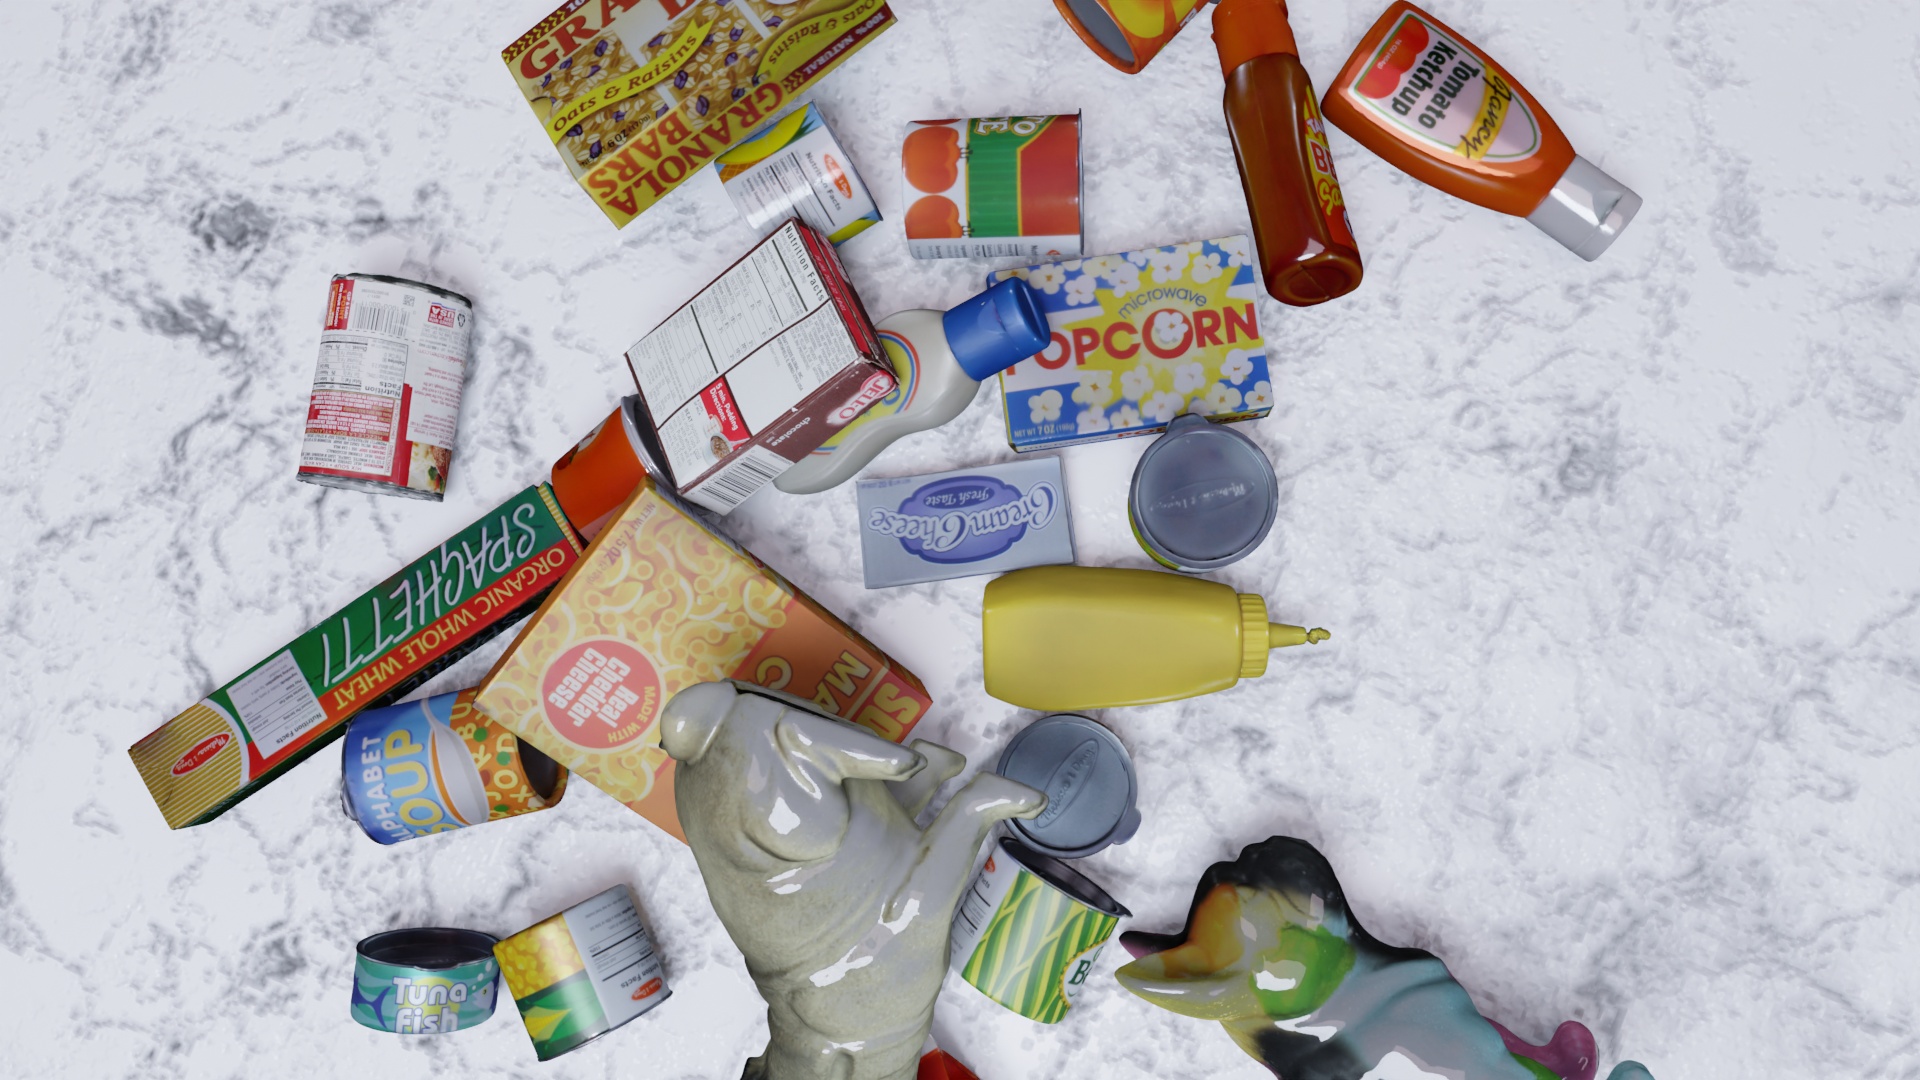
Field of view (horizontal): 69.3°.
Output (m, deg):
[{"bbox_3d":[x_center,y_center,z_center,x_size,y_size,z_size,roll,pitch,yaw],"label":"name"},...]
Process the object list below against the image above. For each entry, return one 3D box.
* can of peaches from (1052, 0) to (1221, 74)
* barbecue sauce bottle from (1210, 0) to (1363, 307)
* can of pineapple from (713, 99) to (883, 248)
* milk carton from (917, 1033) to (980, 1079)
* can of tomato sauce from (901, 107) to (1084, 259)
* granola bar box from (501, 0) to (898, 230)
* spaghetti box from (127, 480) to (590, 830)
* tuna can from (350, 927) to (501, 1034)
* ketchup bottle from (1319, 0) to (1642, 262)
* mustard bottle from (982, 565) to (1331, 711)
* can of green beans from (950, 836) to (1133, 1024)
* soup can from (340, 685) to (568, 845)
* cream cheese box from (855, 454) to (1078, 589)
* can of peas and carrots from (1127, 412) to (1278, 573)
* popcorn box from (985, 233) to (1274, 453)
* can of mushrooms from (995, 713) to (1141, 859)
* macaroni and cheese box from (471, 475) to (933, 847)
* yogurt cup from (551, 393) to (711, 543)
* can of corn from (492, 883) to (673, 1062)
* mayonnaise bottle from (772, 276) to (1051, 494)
[{"bbox_3d":[0.084,-0.266,0.666,0.058,0.071,0.071,-45,84,1],"label":"can of peaches"},{"bbox_3d":[0.151,-0.188,0.658,0.043,0.065,0.149,-17,75,26],"label":"barbecue sauce bottle"},{"bbox_3d":[-0.078,-0.170,0.674,0.058,0.071,0.071,-30,84,3],"label":"can of pineapple"},{"bbox_3d":[0.005,0.318,0.625,0.072,0.073,0.190,-32,84,3],"label":"milk carton"},{"bbox_3d":[0.017,-0.171,0.664,0.083,0.071,0.071,-1,86,6],"label":"can of tomato sauce"},{"bbox_3d":[-0.131,-0.243,0.671,0.165,0.039,0.124,-36,56,2],"label":"granola bar box"},{"bbox_3d":[-0.295,0.058,0.693,0.250,0.028,0.050,-33,84,2],"label":"spaghetti box"},{"bbox_3d":[-0.252,0.208,0.658,0.071,0.071,0.033,5,88,5],"label":"tuna can"},{"bbox_3d":[0.248,-0.189,0.657,0.149,0.043,0.065,37,89,6],"label":"ketchup bottle"},{"bbox_3d":[0.091,0.045,0.647,0.160,0.049,0.065,0,114,2],"label":"mustard bottle"},{"bbox_3d":[0.032,0.178,0.637,0.071,0.071,0.058,29,90,6],"label":"can of green beans"},{"bbox_3d":[-0.240,0.106,0.664,0.084,0.071,0.071,-13,85,4],"label":"soup can"},{"bbox_3d":[0.002,-0.008,0.674,0.104,0.024,0.053,-7,86,5],"label":"cream cheese box"},{"bbox_3d":[0.110,-0.020,0.649,0.071,0.058,0.071,0,85,5],"label":"can of peas and carrots"},{"bbox_3d":[0.080,-0.093,0.667,0.127,0.038,0.085,-8,84,4],"label":"popcorn box"},{"bbox_3d":[0.052,0.116,0.656,0.071,0.033,0.071,0,85,5],"label":"can of mushrooms"},{"bbox_3d":[-0.115,0.069,0.641,0.166,0.040,0.123,38,91,-17],"label":"macaroni and cheese box"},{"bbox_3d":[-0.159,-0.029,0.672,0.054,0.072,0.072,-32,84,11],"label":"yogurt cup"},{"bbox_3d":[-0.180,0.203,0.655,0.071,0.071,0.058,-26,84,3],"label":"can of corn"},{"bbox_3d":[-0.030,-0.076,0.652,0.148,0.041,0.065,-24,78,22],"label":"mayonnaise bottle"}]
